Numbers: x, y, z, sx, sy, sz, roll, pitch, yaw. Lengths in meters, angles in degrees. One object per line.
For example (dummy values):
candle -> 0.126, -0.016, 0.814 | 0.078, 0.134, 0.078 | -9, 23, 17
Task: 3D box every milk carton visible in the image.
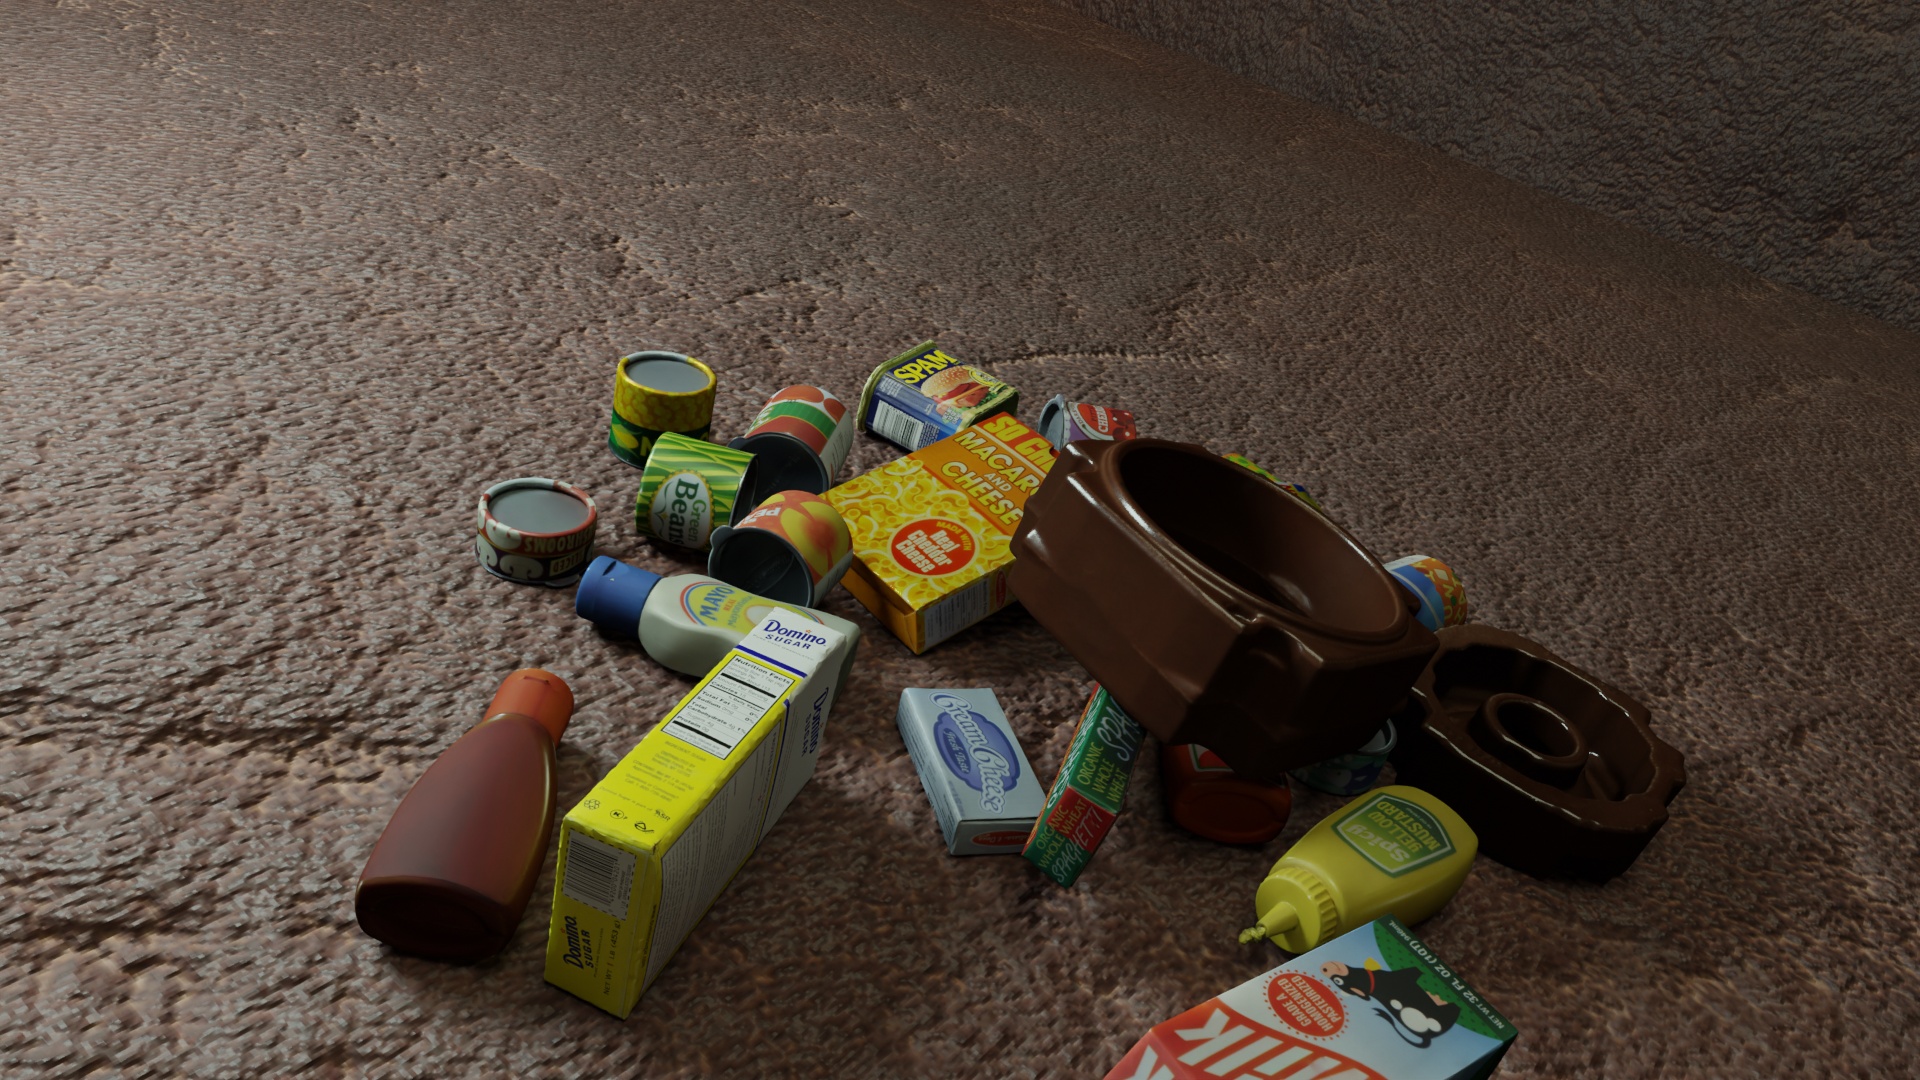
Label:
milk carton -> 0.124, 0.223, 0.546 | 0.191, 0.073, 0.072 | -9, 38, -36

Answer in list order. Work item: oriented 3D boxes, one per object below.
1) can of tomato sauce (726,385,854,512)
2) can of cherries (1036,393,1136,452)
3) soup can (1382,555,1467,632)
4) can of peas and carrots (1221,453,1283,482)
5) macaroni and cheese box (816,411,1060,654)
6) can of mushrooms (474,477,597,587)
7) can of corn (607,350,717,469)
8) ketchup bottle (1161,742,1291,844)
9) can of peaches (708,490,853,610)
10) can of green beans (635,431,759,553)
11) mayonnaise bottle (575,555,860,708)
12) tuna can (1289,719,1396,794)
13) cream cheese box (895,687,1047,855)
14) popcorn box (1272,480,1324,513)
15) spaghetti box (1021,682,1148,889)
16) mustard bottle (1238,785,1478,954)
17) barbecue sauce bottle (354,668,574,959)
can of tomato sauce -> -0.112, -0.058, 0.913 | 0.071, 0.070, 0.083 | 16, 29, 0
can of cherries -> 0.092, -0.070, 1.021 | 0.058, 0.071, 0.072 | 8, 31, -14
soup can -> 0.286, 0.051, 0.918 | 0.084, 0.071, 0.071 | -12, 40, -40
can of peas and carrots -> 0.205, -0.022, 0.999 | 0.071, 0.070, 0.059 | -13, 40, -40
macaroni and cheese box -> 0.003, -0.011, 0.870 | 0.167, 0.040, 0.124 | -27, 48, -28
can of mushrooms -> -0.242, -0.005, 0.798 | 0.071, 0.033, 0.071 | 12, 29, -7
can of corn -> -0.198, -0.086, 0.927 | 0.071, 0.058, 0.071 | 11, 30, -7
ketchup bottle -> 0.143, 0.105, 0.782 | 0.065, 0.043, 0.149 | 12, 30, -5
can of peaches -> -0.104, 0.009, 0.801 | 0.071, 0.071, 0.058 | 22, 30, 11
can of green beans -> -0.159, -0.028, 0.841 | 0.058, 0.071, 0.071 | 15, 30, -1
mayonnaise bottle -> -0.132, 0.048, 0.750 | 0.148, 0.041, 0.065 | 19, 32, 5
tuna can -> 0.214, 0.115, 0.807 | 0.071, 0.032, 0.071 | 12, 30, -7
cream cheese box -> 0.006, 0.116, 0.717 | 0.053, 0.024, 0.104 | 4, 32, -23
popcorn box -> 0.216, 0.028, 0.902 | 0.038, 0.084, 0.127 | 6, 31, -18
spaghetti box -> 0.083, 0.093, 0.737 | 0.029, 0.050, 0.251 | 31, 25, 4
mustard bottle -> 0.193, 0.170, 0.690 | 0.161, 0.048, 0.065 | -13, 39, -40
barbecue sauce bottle -> -0.206, 0.112, 0.608 | 0.065, 0.043, 0.149 | 12, 30, -6
